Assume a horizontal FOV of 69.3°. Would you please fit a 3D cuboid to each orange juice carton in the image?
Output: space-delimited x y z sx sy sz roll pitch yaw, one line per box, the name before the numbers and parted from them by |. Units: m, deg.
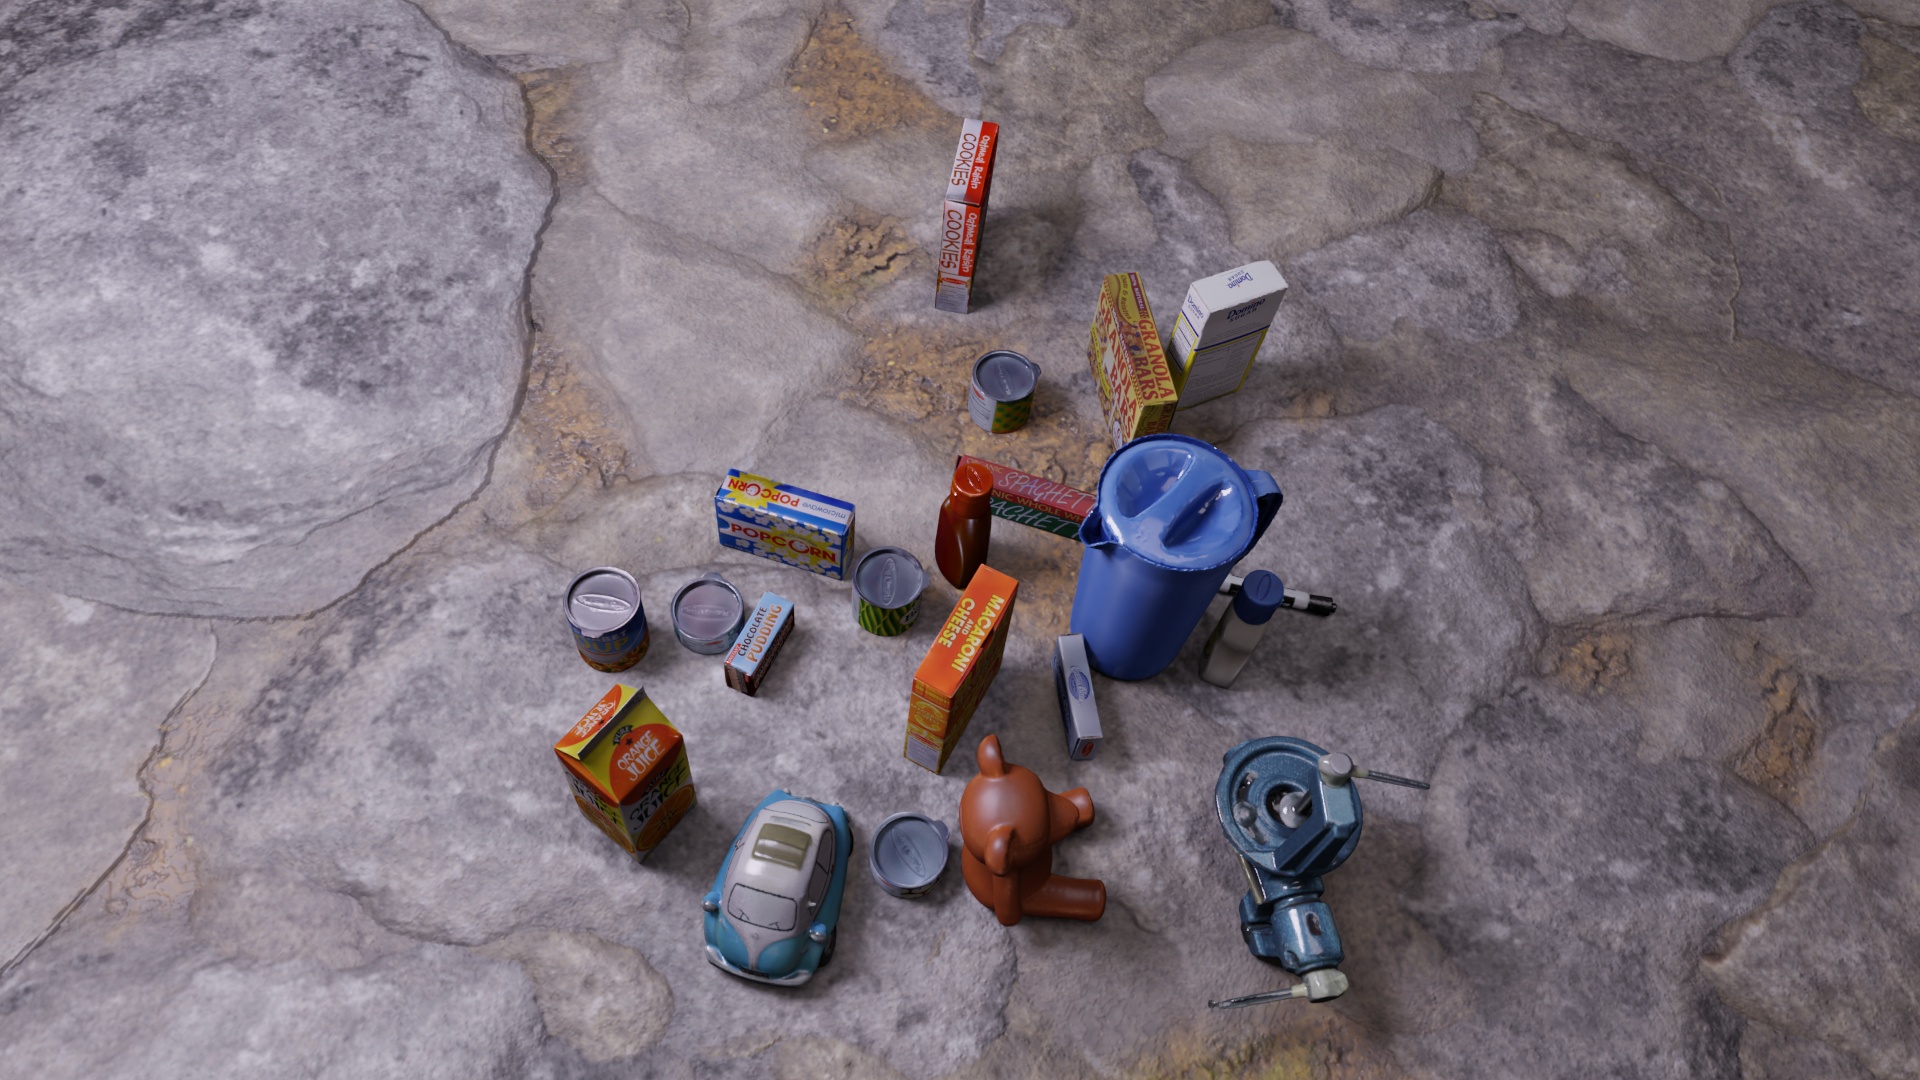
orange juice carton | -0.268 0.181 1.112 0.073 0.191 0.072 35 62 15

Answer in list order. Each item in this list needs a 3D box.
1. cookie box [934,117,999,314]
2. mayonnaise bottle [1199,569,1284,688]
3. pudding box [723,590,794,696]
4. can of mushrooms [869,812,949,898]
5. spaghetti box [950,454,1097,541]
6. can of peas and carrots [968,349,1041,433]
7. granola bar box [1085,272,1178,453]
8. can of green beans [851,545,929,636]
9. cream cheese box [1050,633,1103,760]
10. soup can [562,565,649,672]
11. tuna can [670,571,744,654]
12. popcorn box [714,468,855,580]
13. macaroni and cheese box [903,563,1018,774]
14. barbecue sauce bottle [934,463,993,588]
cookie box | 0.007 -0.342 1.474 0.040 0.166 0.123 10 59 1
mayonnaise bottle | 0.254 0.077 1.255 0.041 0.147 0.065 22 59 8
pudding box | -0.182 0.093 1.258 0.030 0.049 0.084 23 59 8
can of mushrooms | -0.042 0.266 1.177 0.071 0.033 0.071 3 59 -4
spaghetti box | 0.110 -0.026 1.361 0.250 0.050 0.029 17 59 5
can of peas and carrots | 0.045 -0.153 1.426 0.071 0.058 0.071 3 59 -4
granola bar box | 0.172 -0.170 1.411 0.039 0.123 0.166 -6 60 -9
can of green beans | -0.068 0.048 1.293 0.071 0.057 0.071 3 59 -4
cream cheese box | 0.104 0.141 1.256 0.024 0.053 0.104 -4 59 -8
soup can | -0.315 0.074 1.237 0.071 0.083 0.071 3 59 -4
tuna can | -0.232 0.067 1.279 0.071 0.032 0.071 3 59 -4
popcorn box | -0.163 -0.015 1.305 0.127 0.084 0.038 16 59 4
macaroni and cheese box | 0.000 0.113 1.196 0.040 0.165 0.124 26 60 10
barbecue sauce bottle | 0.005 -0.016 1.286 0.044 0.147 0.065 -18 62 -16
